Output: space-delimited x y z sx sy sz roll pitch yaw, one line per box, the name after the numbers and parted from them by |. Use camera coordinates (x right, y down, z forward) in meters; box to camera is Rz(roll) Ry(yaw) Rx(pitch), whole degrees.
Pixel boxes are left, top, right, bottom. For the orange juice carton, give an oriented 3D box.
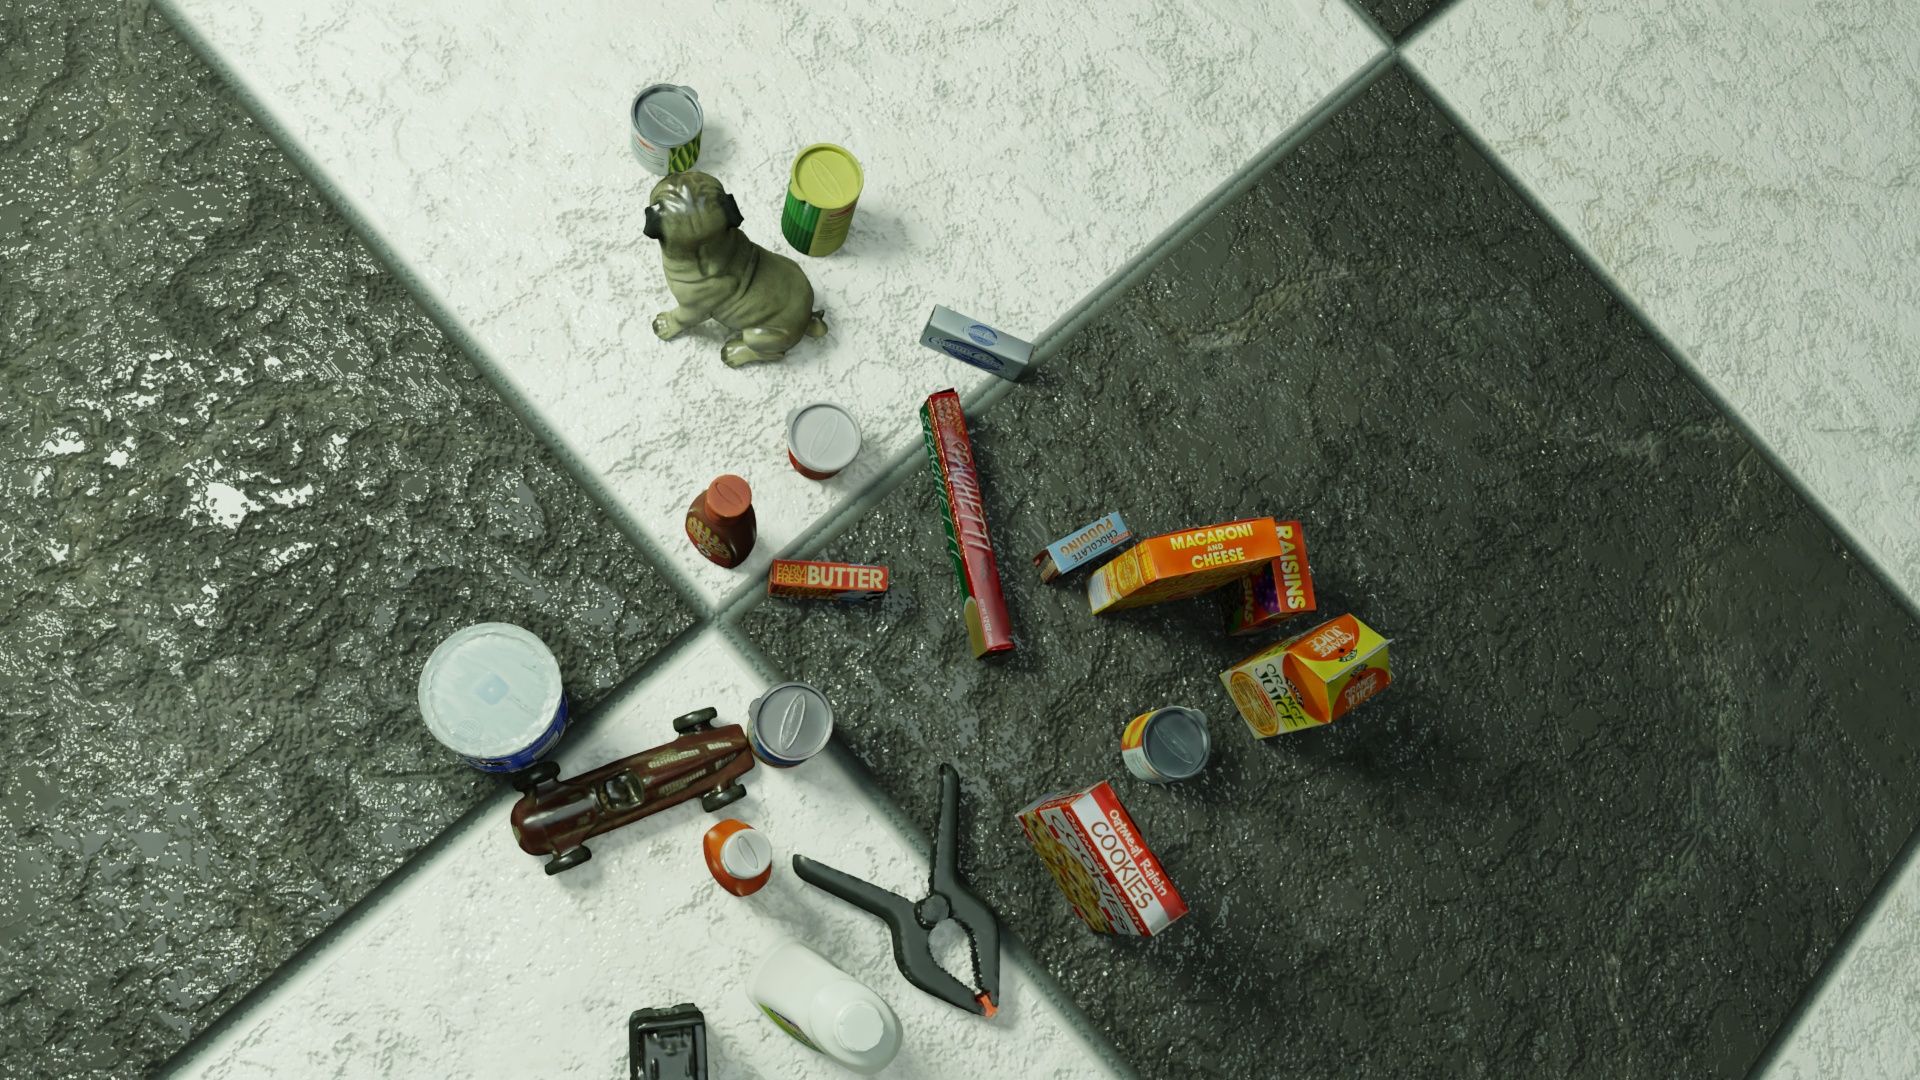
0.314 0.122 1.246 0.072 0.192 0.073 -28 84 -19 | orange juice carton

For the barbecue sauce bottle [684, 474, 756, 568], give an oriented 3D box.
-0.201 -0.019 1.180 0.065 0.148 0.044 42 71 -1 | barbecue sauce bottle

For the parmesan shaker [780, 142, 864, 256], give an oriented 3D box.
-0.134 -0.316 1.300 0.071 0.102 0.071 3 75 -13 | parmesan shaker

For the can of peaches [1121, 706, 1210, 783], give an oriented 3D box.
0.189 0.186 1.269 0.071 0.058 0.071 3 75 -13 | can of peaches

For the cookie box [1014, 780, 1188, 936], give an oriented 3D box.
0.115 0.269 1.171 0.040 0.167 0.123 -31 85 -19 | cookie box

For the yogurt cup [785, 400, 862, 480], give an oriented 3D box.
-0.127 -0.088 1.267 0.072 0.053 0.072 3 75 -13 | yogurt cup

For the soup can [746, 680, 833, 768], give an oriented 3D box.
-0.149 0.157 1.180 0.071 0.083 0.071 3 75 -13 | soup can

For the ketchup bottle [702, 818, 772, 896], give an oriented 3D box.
-0.177 0.254 1.113 0.044 0.148 0.065 -29 84 -19 | ketchup bottle

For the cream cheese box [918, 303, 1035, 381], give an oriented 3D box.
0.015 -0.188 1.329 0.104 0.053 0.024 22 72 -7 | cream cheese box

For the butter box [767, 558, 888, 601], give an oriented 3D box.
-0.119 0.036 1.236 0.103 0.053 0.024 4 75 -13 | butter box

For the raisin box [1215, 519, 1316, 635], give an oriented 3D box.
0.281 0.037 1.297 0.040 0.123 0.086 -3 77 -15 | raisin box

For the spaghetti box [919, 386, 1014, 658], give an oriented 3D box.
0.005 -0.016 1.282 0.029 0.050 0.250 -9 78 -16 | spaghetti box

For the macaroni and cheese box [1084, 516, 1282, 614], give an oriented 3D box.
0.197 0.024 1.257 0.124 0.166 0.040 -10 79 -16 | macaroni and cheese box

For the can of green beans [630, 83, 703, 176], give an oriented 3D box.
-0.277 -0.385 1.307 0.071 0.057 0.071 3 75 -13 | can of green beans

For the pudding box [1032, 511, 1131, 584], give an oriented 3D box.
0.114 0.007 1.303 0.084 0.049 0.030 -27 83 -19 | pudding box
